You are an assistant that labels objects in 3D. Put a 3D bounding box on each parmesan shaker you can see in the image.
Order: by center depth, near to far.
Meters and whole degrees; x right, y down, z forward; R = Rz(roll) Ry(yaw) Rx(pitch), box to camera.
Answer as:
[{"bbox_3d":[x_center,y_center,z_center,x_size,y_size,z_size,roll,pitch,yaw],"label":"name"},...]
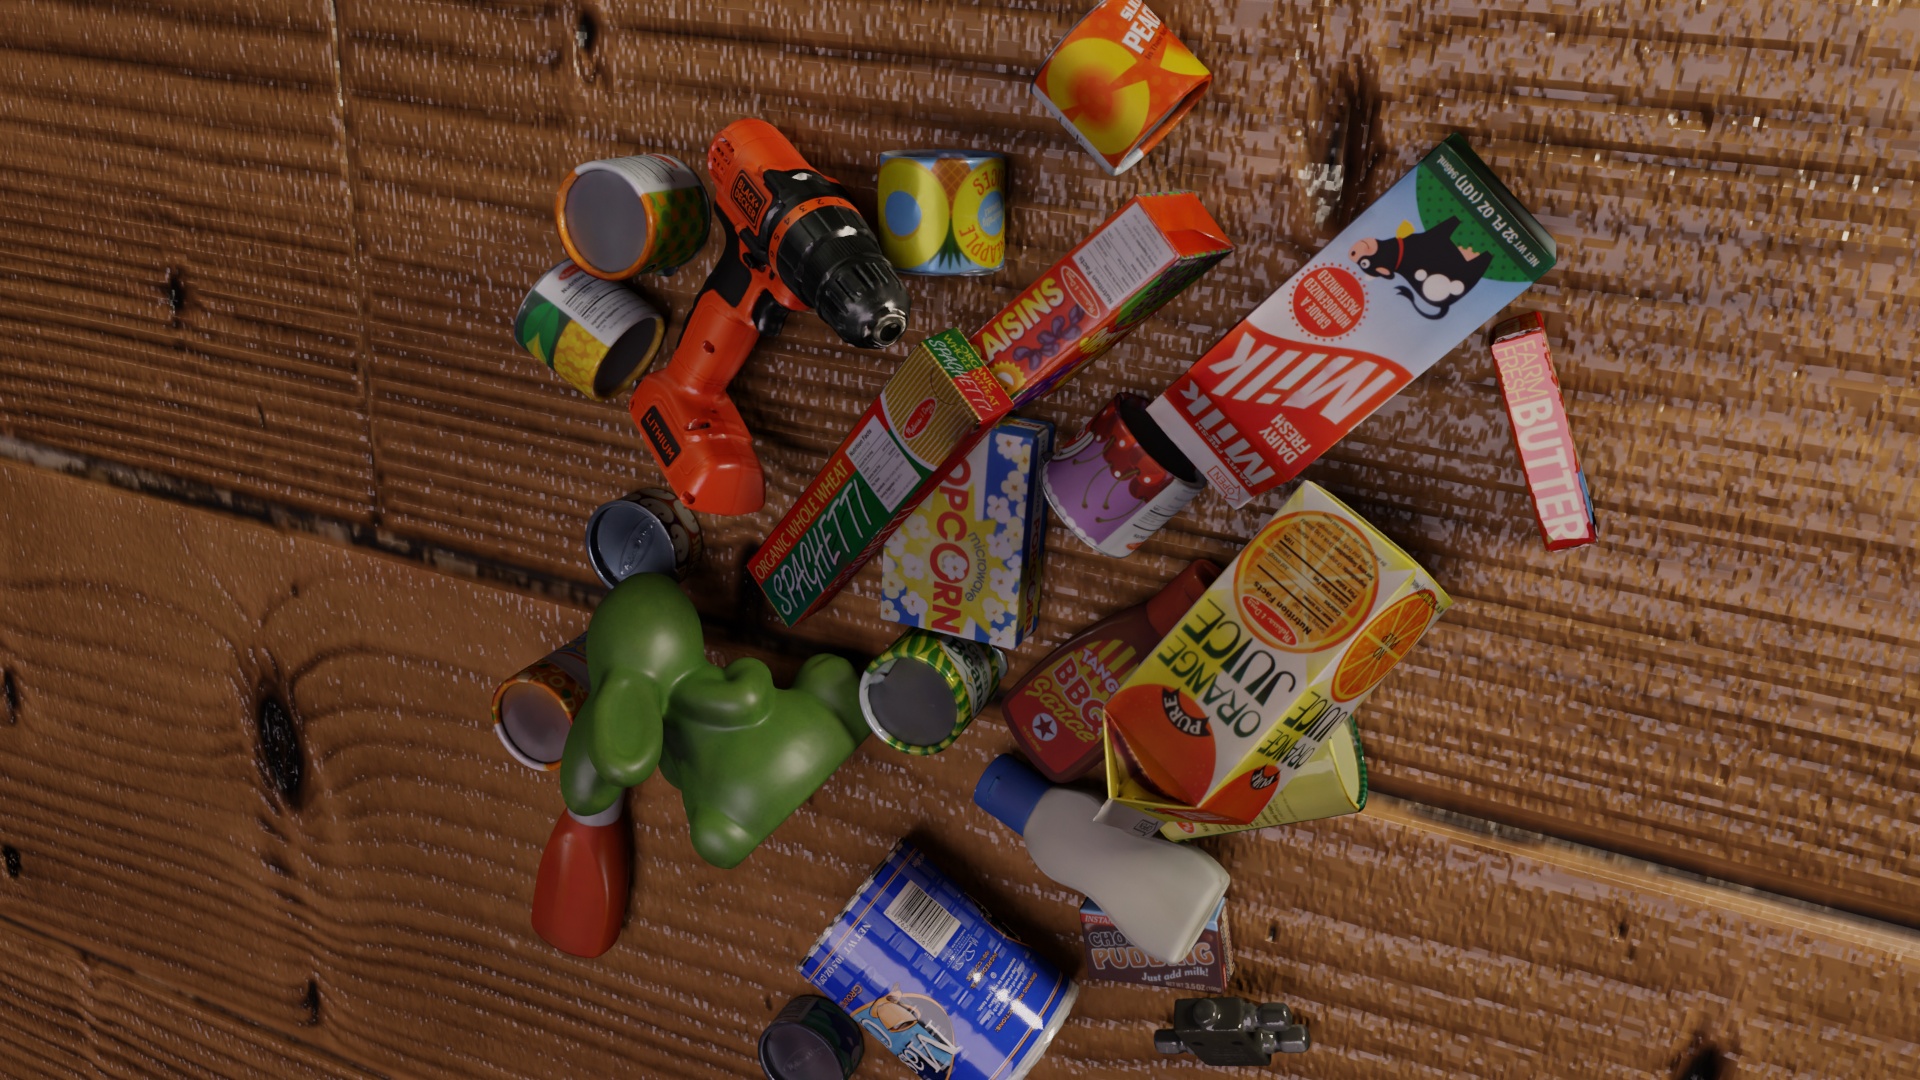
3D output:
[{"bbox_3d":[0.158,0.122,0.740,0.103,0.071,0.071,-15,101,26],"label":"parmesan shaker"}]

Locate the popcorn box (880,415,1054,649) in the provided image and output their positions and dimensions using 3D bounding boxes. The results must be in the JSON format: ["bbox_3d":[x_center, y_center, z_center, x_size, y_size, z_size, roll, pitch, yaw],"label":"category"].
[{"bbox_3d":[0.003,-0.010,0.775,0.085,0.038,0.126,12,112,19],"label":"popcorn box"}]

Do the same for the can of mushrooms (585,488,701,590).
[{"bbox_3d":[-0.196,0.004,0.869,0.071,0.033,0.070,7,110,21],"label":"can of mushrooms"}]

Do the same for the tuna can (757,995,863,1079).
[{"bbox_3d":[-0.100,0.349,0.948,0.071,0.033,0.070,8,111,21],"label":"tuna can"}]

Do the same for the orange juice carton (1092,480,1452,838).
[{"bbox_3d":[0.141,0.072,0.678,0.192,0.072,0.073,-50,56,8],"label":"orange juice carton"}]

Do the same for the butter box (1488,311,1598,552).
[{"bbox_3d":[0.268,-0.051,0.639,0.024,0.053,0.103,-15,102,25],"label":"butter box"}]

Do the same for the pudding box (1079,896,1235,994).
[{"bbox_3d":[0.116,0.233,0.817,0.083,0.030,0.049,0,107,23],"label":"pudding box"}]

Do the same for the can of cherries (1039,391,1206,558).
[{"bbox_3d":[0.082,-0.036,0.717,0.071,0.072,0.058,47,119,2],"label":"can of cherries"}]

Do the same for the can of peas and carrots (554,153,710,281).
[{"bbox_3d":[-0.185,-0.181,0.785,0.071,0.059,0.070,8,111,21],"label":"can of peas and carrots"}]

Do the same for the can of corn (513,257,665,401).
[{"bbox_3d":[-0.217,-0.122,0.816,0.058,0.071,0.071,37,118,7],"label":"can of corn"}]

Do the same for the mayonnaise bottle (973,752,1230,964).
[{"bbox_3d":[0.076,0.175,0.793,0.148,0.041,0.064,31,92,24],"label":"mayonnaise bottle"}]

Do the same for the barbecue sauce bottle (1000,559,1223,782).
[{"bbox_3d":[0.090,0.069,0.761,0.148,0.044,0.065,-45,71,28],"label":"barbecue sauce bottle"}]

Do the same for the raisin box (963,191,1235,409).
[{"bbox_3d":[0.066,-0.117,0.683,0.123,0.086,0.040,-37,86,30],"label":"raisin box"}]

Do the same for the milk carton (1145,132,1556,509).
[{"bbox_3d":[0.176,-0.096,0.651,0.072,0.074,0.189,49,119,1],"label":"milk carton"}]

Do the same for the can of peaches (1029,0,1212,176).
[{"bbox_3d":[0.077,-0.217,0.655,0.058,0.071,0.071,48,119,1],"label":"can of peaches"}]

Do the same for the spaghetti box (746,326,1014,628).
[{"bbox_3d":[-0.052,-0.025,0.747,0.050,0.029,0.248,55,141,7],"label":"spaghetti box"}]

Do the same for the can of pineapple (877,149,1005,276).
[{"bbox_3d":[-0.008,-0.168,0.709,0.071,0.071,0.057,8,111,21],"label":"can of pineapple"}]

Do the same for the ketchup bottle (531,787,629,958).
[{"bbox_3d":[-0.259,0.217,0.964,0.065,0.044,0.148,22,115,14],"label":"ketchup bottle"}]

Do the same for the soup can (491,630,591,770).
[{"bbox_3d":[-0.248,0.099,0.896,0.071,0.084,0.071,7,110,21],"label":"soup can"}]

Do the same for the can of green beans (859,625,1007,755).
[{"bbox_3d":[-0.018,0.083,0.805,0.071,0.058,0.071,8,111,21],"label":"can of green beans"}]
